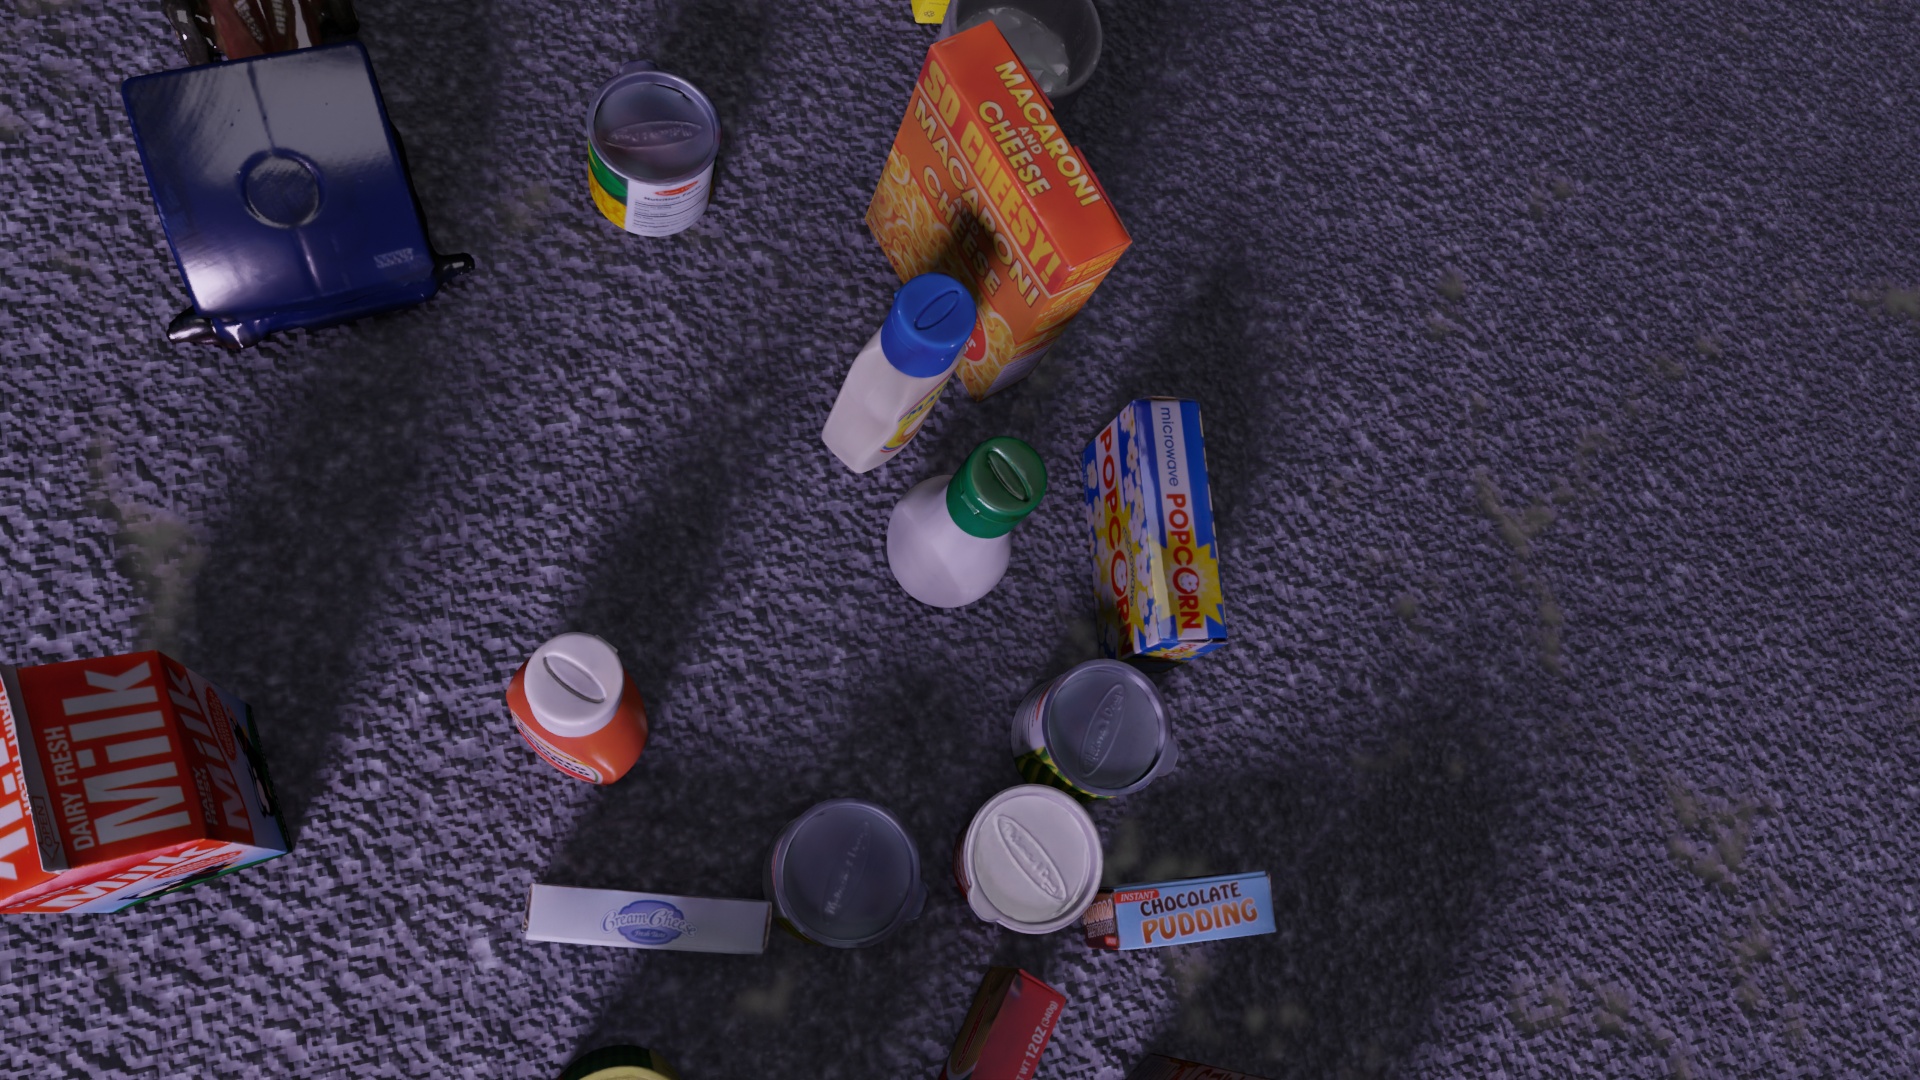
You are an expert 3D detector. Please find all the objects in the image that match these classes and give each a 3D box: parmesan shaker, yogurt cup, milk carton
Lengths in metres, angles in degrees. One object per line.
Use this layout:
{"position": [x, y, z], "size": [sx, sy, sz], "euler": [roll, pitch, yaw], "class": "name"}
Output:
{"position": [-0.141, 0.248, 0.569], "size": [0.071, 0.102, 0.071], "euler": [4, 74, -14], "class": "parmesan shaker"}
{"position": [0.029, 0.153, 0.667], "size": [0.072, 0.053, 0.072], "euler": [4, 74, -14], "class": "yogurt cup"}
{"position": [-0.315, 0.093, 0.520], "size": [0.073, 0.190, 0.072], "euler": [-18, 80, -19], "class": "milk carton"}

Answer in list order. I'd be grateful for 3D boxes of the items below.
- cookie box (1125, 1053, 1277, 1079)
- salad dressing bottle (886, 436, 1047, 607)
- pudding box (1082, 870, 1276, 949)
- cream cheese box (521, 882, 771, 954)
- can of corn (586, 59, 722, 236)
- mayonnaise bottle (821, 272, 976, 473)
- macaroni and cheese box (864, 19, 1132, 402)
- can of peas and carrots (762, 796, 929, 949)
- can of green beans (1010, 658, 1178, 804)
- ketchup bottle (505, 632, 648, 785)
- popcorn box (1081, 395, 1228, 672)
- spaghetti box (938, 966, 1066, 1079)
{"position": [0.141, 0.287, 0.598], "size": [0.040, 0.167, 0.123], "euler": [-40, 88, -21], "class": "cookie box"}
{"position": [0.002, -0.008, 0.657], "size": [0.044, 0.147, 0.064], "euler": [-35, 86, -21], "class": "salad dressing bottle"}
{"position": [0.107, 0.181, 0.682], "size": [0.084, 0.049, 0.030], "euler": [-2, 75, -15], "class": "pudding box"}
{"position": [-0.139, 0.169, 0.619], "size": [0.104, 0.053, 0.024], "euler": [8, 73, -13], "class": "cream cheese box"}
{"position": [-0.159, -0.201, 0.718], "size": [0.071, 0.058, 0.071], "euler": [4, 74, -14], "class": "can of corn"}
{"position": [-0.028, -0.081, 0.669], "size": [0.041, 0.147, 0.065], "euler": [45, 69, 1], "class": "mayonnaise bottle"}
{"position": [0.012, -0.156, 0.692], "size": [0.040, 0.166, 0.124], "euler": [-29, 84, -20], "class": "macaroni and cheese box"}
{"position": [-0.054, 0.155, 0.642], "size": [0.071, 0.058, 0.071], "euler": [4, 74, -14], "class": "can of peas and carrots"}
{"position": [0.064, 0.097, 0.691], "size": [0.071, 0.057, 0.071], "euler": [4, 74, -14], "class": "can of green beans"}
{"position": [-0.163, 0.070, 0.590], "size": [0.065, 0.148, 0.044], "euler": [37, 69, -3], "class": "ketchup bottle"}
{"position": [0.097, -0.001, 0.713], "size": [0.038, 0.085, 0.127], "euler": [0, 75, -15], "class": "popcorn box"}
{"position": [-0.023, 0.310, 0.611], "size": [0.029, 0.050, 0.251], "euler": [30, 69, -5], "class": "spaghetti box"}
